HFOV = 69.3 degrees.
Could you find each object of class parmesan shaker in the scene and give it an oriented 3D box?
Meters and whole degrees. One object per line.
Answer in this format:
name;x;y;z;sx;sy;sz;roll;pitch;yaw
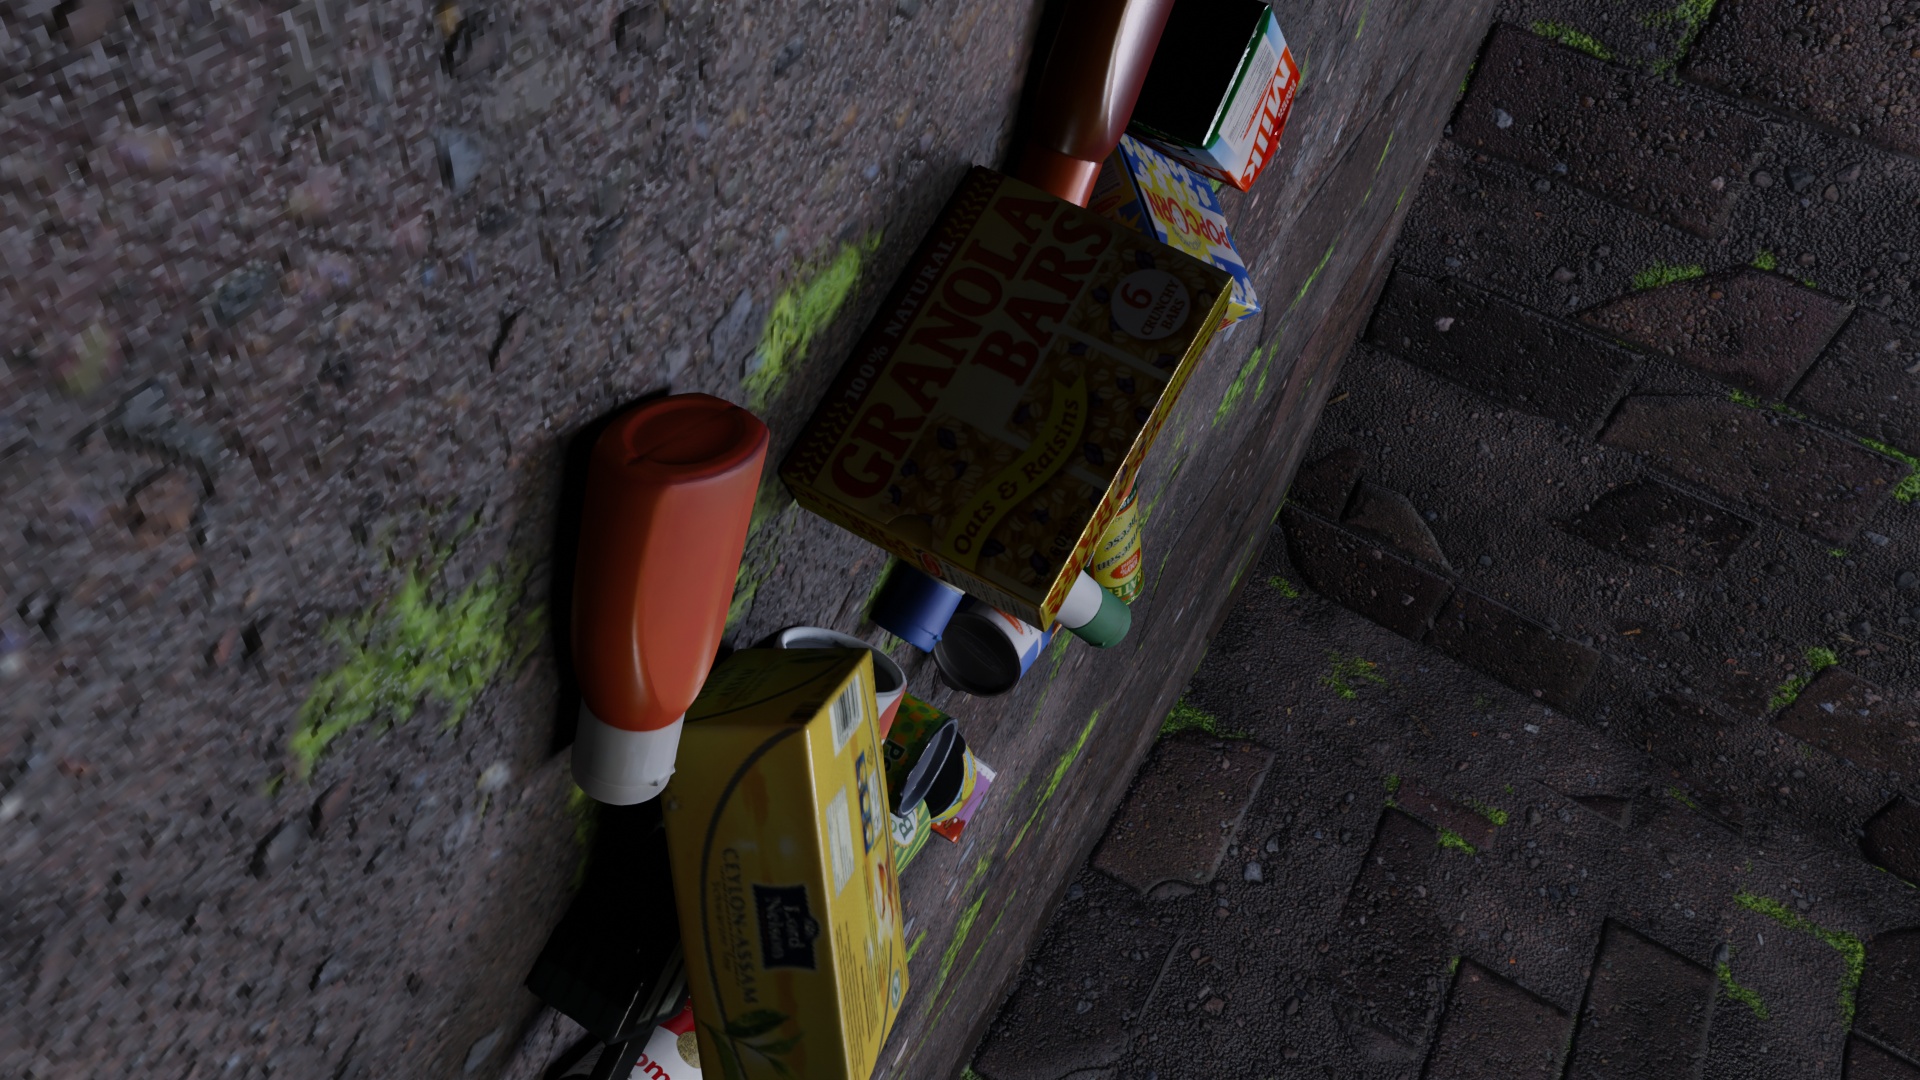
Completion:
parmesan shaker;0.096;-0.005;1.007;0.072;0.071;0.102;-52;146;-36

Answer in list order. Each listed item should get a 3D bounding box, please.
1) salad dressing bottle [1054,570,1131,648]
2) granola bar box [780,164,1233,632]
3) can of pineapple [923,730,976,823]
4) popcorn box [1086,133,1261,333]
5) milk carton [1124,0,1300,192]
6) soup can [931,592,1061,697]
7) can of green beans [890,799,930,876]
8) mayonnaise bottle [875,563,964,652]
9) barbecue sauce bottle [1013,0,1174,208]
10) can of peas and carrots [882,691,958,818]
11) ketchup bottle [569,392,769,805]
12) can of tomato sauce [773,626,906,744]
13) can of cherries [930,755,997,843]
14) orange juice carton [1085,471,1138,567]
salad dressing bottle;0.055;0.025;0.871;0.147;0.064;0.044;36;56;-43
granola bar box;0.021;-0.063;0.583;0.166;0.124;0.039;-59;165;-13
can of pineapple;-0.024;0.152;0.914;0.071;0.071;0.058;-61;166;-7
popcorn box;0.107;-0.158;0.733;0.038;0.085;0.127;-26;167;30
milk carton;0.131;-0.242;0.750;0.073;0.072;0.191;-66;164;13
soup can;0.026;0.056;0.926;0.084;0.071;0.071;-46;158;-49
can of green beans;-0.059;0.179;0.845;0.058;0.071;0.071;-42;155;-54
mayonnaise bottle;0.003;-0.010;0.781;0.148;0.041;0.064;-61;164;-4
barbecue sauce bottle;0.060;-0.211;0.620;0.065;0.044;0.147;-35;149;-60
can of peas and carrots;-0.044;0.120;0.811;0.071;0.059;0.070;-55;163;-26
ketchup bottle;-0.105;0.026;0.471;0.065;0.043;0.148;-40;153;-54
can of tomato sauce;-0.069;0.093;0.657;0.083;0.071;0.071;-68;164;16
can of cherries;-0.018;0.171;0.975;0.058;0.071;0.071;-58;165;-12
orange juice carton;0.080;-0.078;0.859;0.073;0.072;0.191;-37;150;-57
